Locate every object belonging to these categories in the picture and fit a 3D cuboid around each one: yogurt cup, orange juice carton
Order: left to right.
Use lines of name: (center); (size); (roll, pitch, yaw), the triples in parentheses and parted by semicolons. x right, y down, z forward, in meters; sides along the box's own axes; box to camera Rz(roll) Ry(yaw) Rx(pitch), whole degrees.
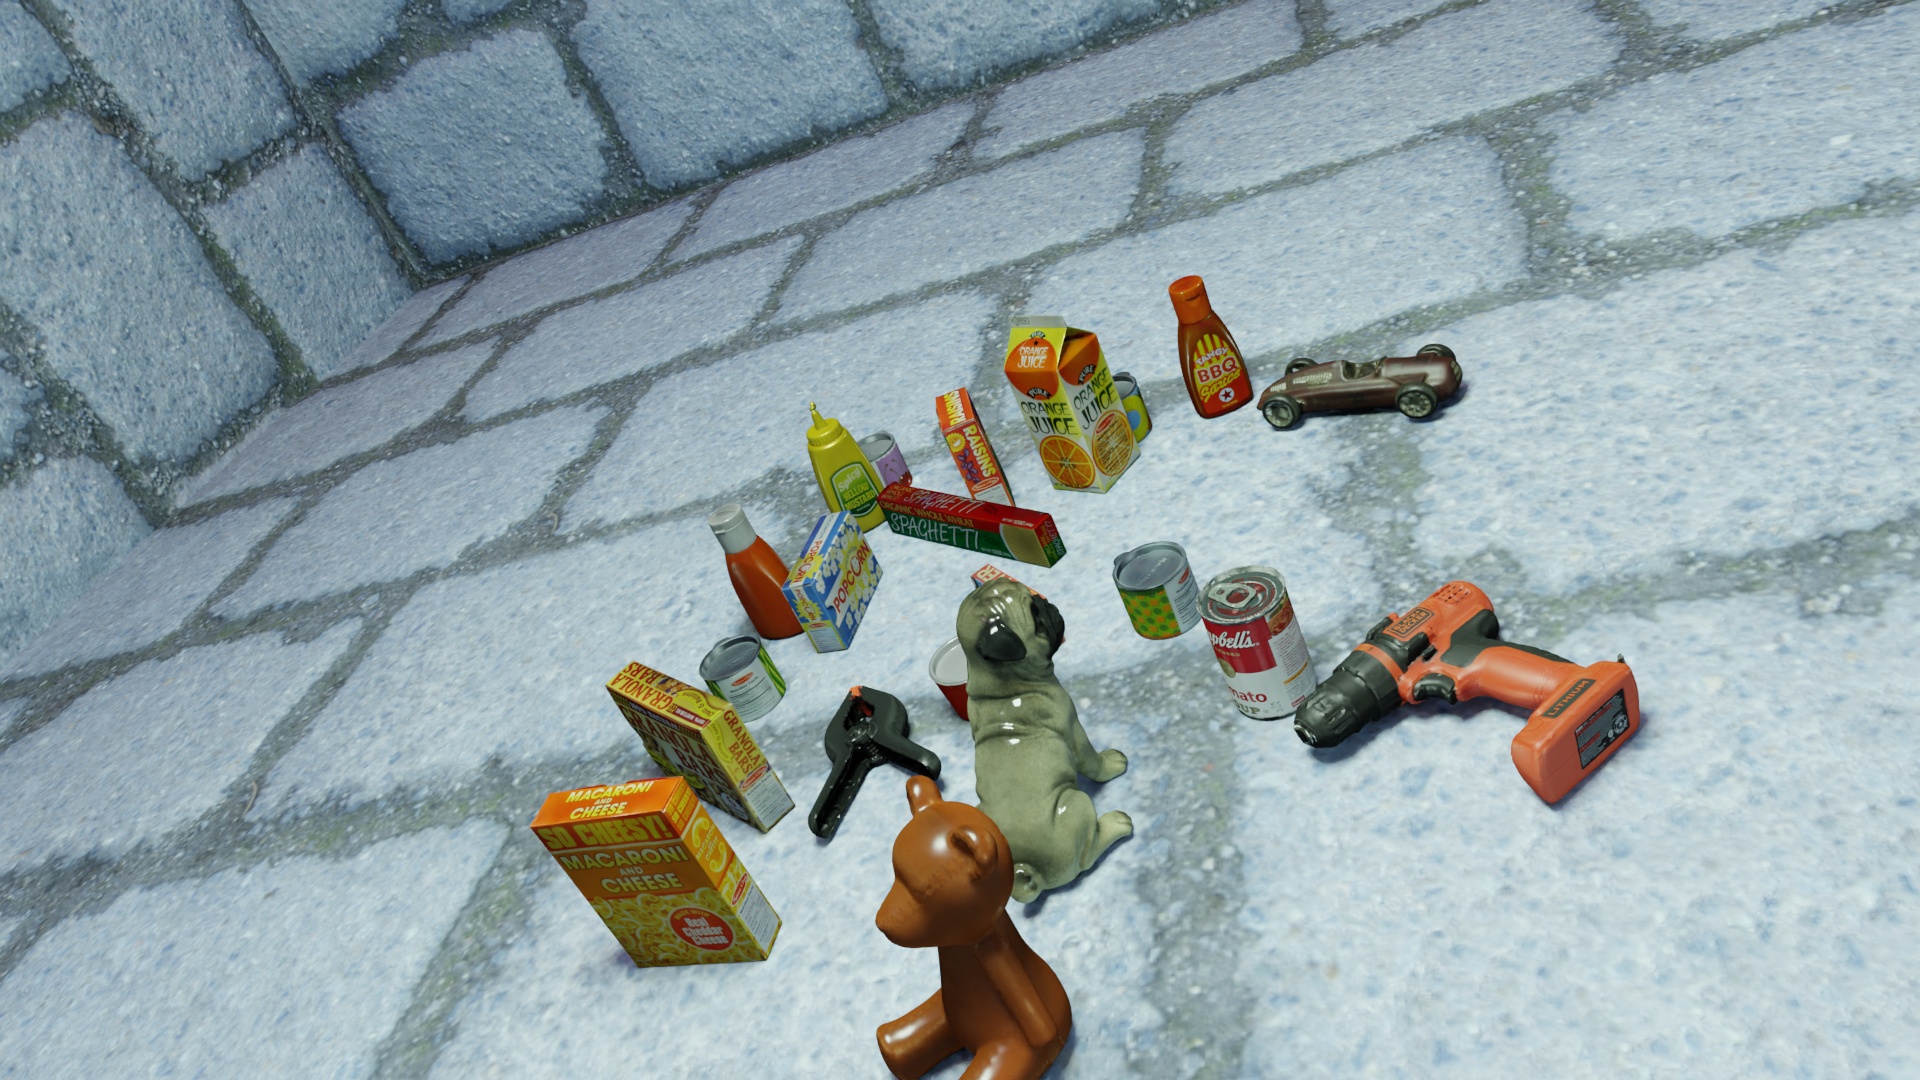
yogurt cup: (0.013, 0.119, 1.201); (0.072, 0.053, 0.073); (-19, 30, 11)
orange juice carton: (0.109, -0.147, 1.414); (0.072, 0.192, 0.073); (7, 43, 44)

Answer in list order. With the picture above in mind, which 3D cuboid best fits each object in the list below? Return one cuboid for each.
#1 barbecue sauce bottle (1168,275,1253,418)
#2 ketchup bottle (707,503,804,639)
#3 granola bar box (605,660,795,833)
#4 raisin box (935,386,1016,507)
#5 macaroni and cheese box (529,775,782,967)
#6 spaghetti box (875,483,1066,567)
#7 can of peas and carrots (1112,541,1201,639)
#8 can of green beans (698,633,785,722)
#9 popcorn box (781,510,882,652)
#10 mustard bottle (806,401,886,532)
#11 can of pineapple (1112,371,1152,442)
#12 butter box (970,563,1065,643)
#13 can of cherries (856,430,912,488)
barbecue sauce bottle: (0.254, -0.202, 1.438); (0.065, 0.148, 0.044); (-24, 29, 2)
ketchup bottle: (-0.207, 0.032, 1.408); (0.064, 0.148, 0.044); (-8, 34, 27)
granola bar box: (-0.230, 0.179, 1.215); (0.165, 0.123, 0.039); (13, 47, 47)
raisin box: (0.015, -0.089, 1.460); (0.040, 0.123, 0.086); (-22, 30, 6)
macaroni and cheese box: (-0.228, 0.253, 1.052); (0.123, 0.165, 0.040); (-11, 32, 23)
spaghetti box: (0.005, -0.018, 1.429); (0.250, 0.050, 0.029); (12, 46, 47)
can of peas and carrots: (0.170, 0.043, 1.201); (0.071, 0.058, 0.071); (-19, 30, 11)
can of green beans: (-0.210, 0.133, 1.340); (0.071, 0.057, 0.071); (-19, 30, 11)
popcorn box: (-0.127, 0.040, 1.400); (0.038, 0.085, 0.127); (-11, 32, 24)
mustard bottle: (-0.133, -0.083, 1.524); (0.065, 0.159, 0.049); (-31, 30, -10)
can of pineapple: (0.168, -0.138, 1.492); (0.071, 0.057, 0.071); (-19, 30, 11)
butter box: (0.052, 0.062, 1.264); (0.024, 0.053, 0.103); (-35, 31, -17)
can of cherries: (-0.094, -0.084, 1.600); (0.071, 0.058, 0.072); (-19, 30, 11)
